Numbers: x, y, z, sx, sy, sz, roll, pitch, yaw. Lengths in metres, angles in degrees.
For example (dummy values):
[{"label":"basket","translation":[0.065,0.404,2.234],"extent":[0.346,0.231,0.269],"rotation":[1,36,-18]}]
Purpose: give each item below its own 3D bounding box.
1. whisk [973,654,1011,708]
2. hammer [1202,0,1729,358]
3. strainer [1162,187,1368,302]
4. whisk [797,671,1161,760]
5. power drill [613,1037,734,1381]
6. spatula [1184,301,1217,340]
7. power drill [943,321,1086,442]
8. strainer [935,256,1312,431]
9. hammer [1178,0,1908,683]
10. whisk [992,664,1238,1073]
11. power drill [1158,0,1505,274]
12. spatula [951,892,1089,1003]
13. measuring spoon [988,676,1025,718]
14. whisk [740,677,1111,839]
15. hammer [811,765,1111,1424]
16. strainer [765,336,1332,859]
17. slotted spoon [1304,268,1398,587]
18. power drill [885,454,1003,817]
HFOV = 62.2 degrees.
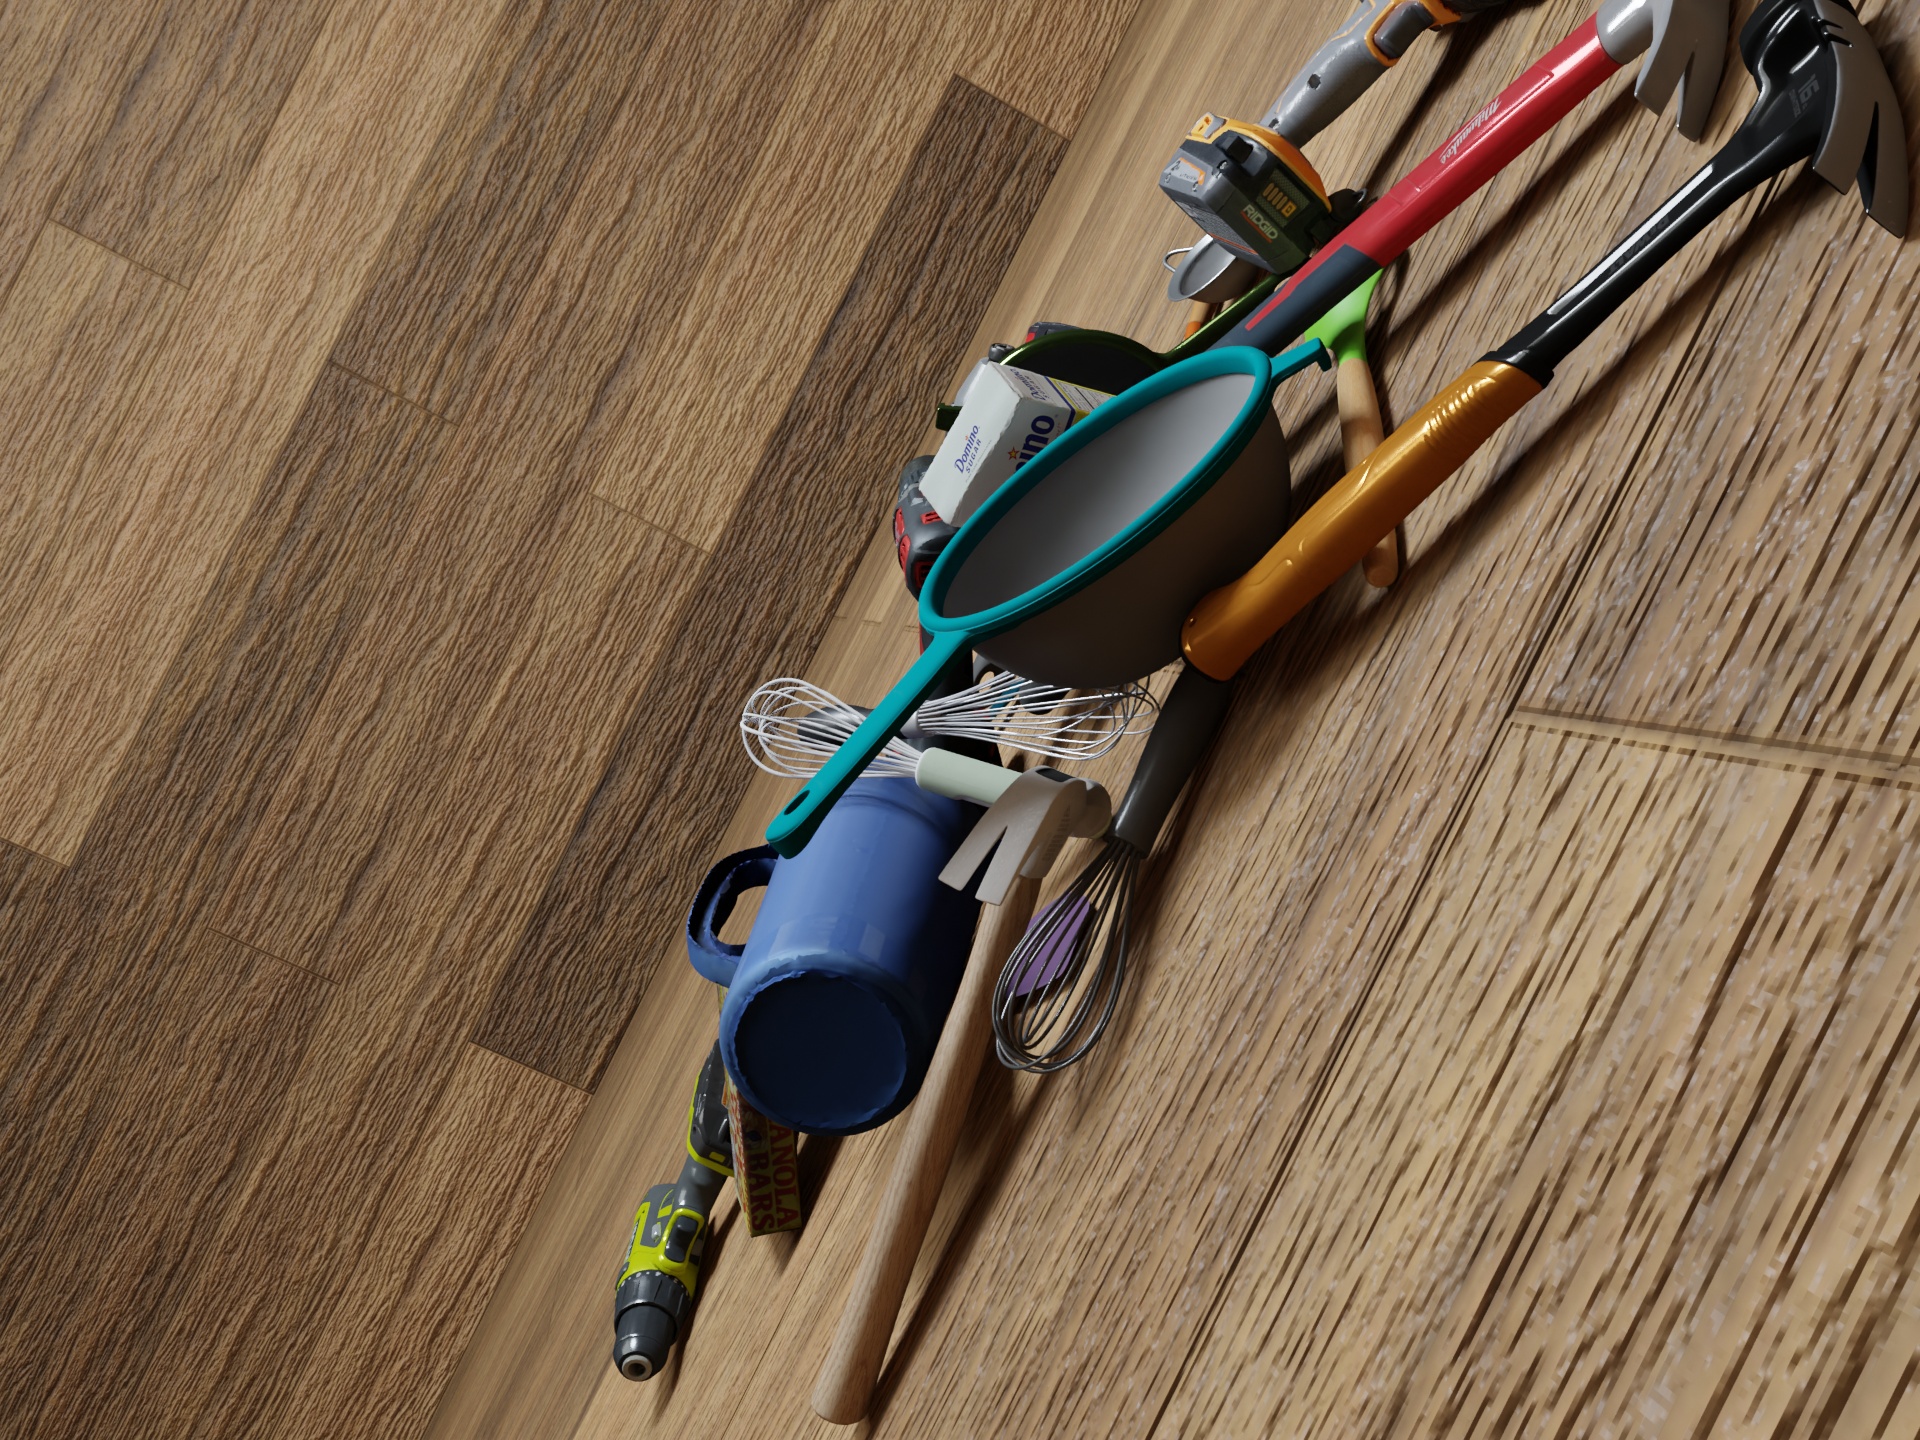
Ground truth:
[{"label":"whisk","translation":[0.070,-0.140,1.234],"extent":[0.073,0.073,0.295],"rotation":[-98,31,-72]},{"label":"hammer","translation":[0.191,-0.216,0.762],"extent":[0.386,0.038,0.143],"rotation":[-36,31,53]},{"label":"strainer","translation":[0.204,-0.319,1.064],"extent":[0.087,0.050,0.258],"rotation":[-53,15,-6]},{"label":"whisk","translation":[-0.001,-0.002,0.934],"extent":[0.285,0.070,0.070],"rotation":[-6,53,45]},{"label":"power drill","translation":[-0.209,0.386,1.257],"extent":[0.228,0.080,0.191],"rotation":[-63,10,18]},{"label":"spatula","translation":[0.175,-0.314,1.189],"extent":[0.081,0.041,0.323],"rotation":[121,172,-61]},{"label":"power drill","translation":[0.051,-0.244,1.264],"extent":[0.220,0.078,0.143],"rotation":[-44,-30,-56]},{"label":"strainer","translation":[0.119,-0.223,1.035],"extent":[0.256,0.151,0.069],"rotation":[-35,25,21]},{"label":"hammer","translation":[0.188,-0.109,0.591],"extent":[0.336,0.034,0.127],"rotation":[-46,19,45]},{"label":"whisk","translation":[0.080,0.057,0.746],"extent":[0.239,0.055,0.055],"rotation":[-62,10,-18]},{"label":"power drill","translation":[0.230,-0.370,0.912],"extent":[0.226,0.084,0.185],"rotation":[-49,22,12]},{"label":"spatula","translation":[0.005,0.153,0.942],"extent":[0.060,0.018,0.316],"rotation":[-66,12,-26]},{"label":"measuring spoon","translation":[0.027,0.004,1.216],"extent":[0.128,0.021,0.042],"rotation":[-48,15,25]},{"label":"whisk","translation":[-0.026,0.026,0.907],"extent":[0.057,0.246,0.059],"rotation":[6,-82,-62]},{"label":"hammer","translation":[-0.008,0.181,0.766],"extent":[0.130,0.031,0.331],"rotation":[14,-84,-68]},{"label":"strainer","translation":[0.047,-0.039,0.772],"extent":[0.340,0.095,0.211],"rotation":[-48,21,-18]},{"label":"slotted spoon","translation":[0.193,-0.159,0.771],"extent":[0.070,0.031,0.314],"rotation":[-49,18,37]},{"label":"power drill","translation":[-0.013,-0.057,1.062],"extent":[0.188,0.080,0.226],"rotation":[-102,10,-62]}]
